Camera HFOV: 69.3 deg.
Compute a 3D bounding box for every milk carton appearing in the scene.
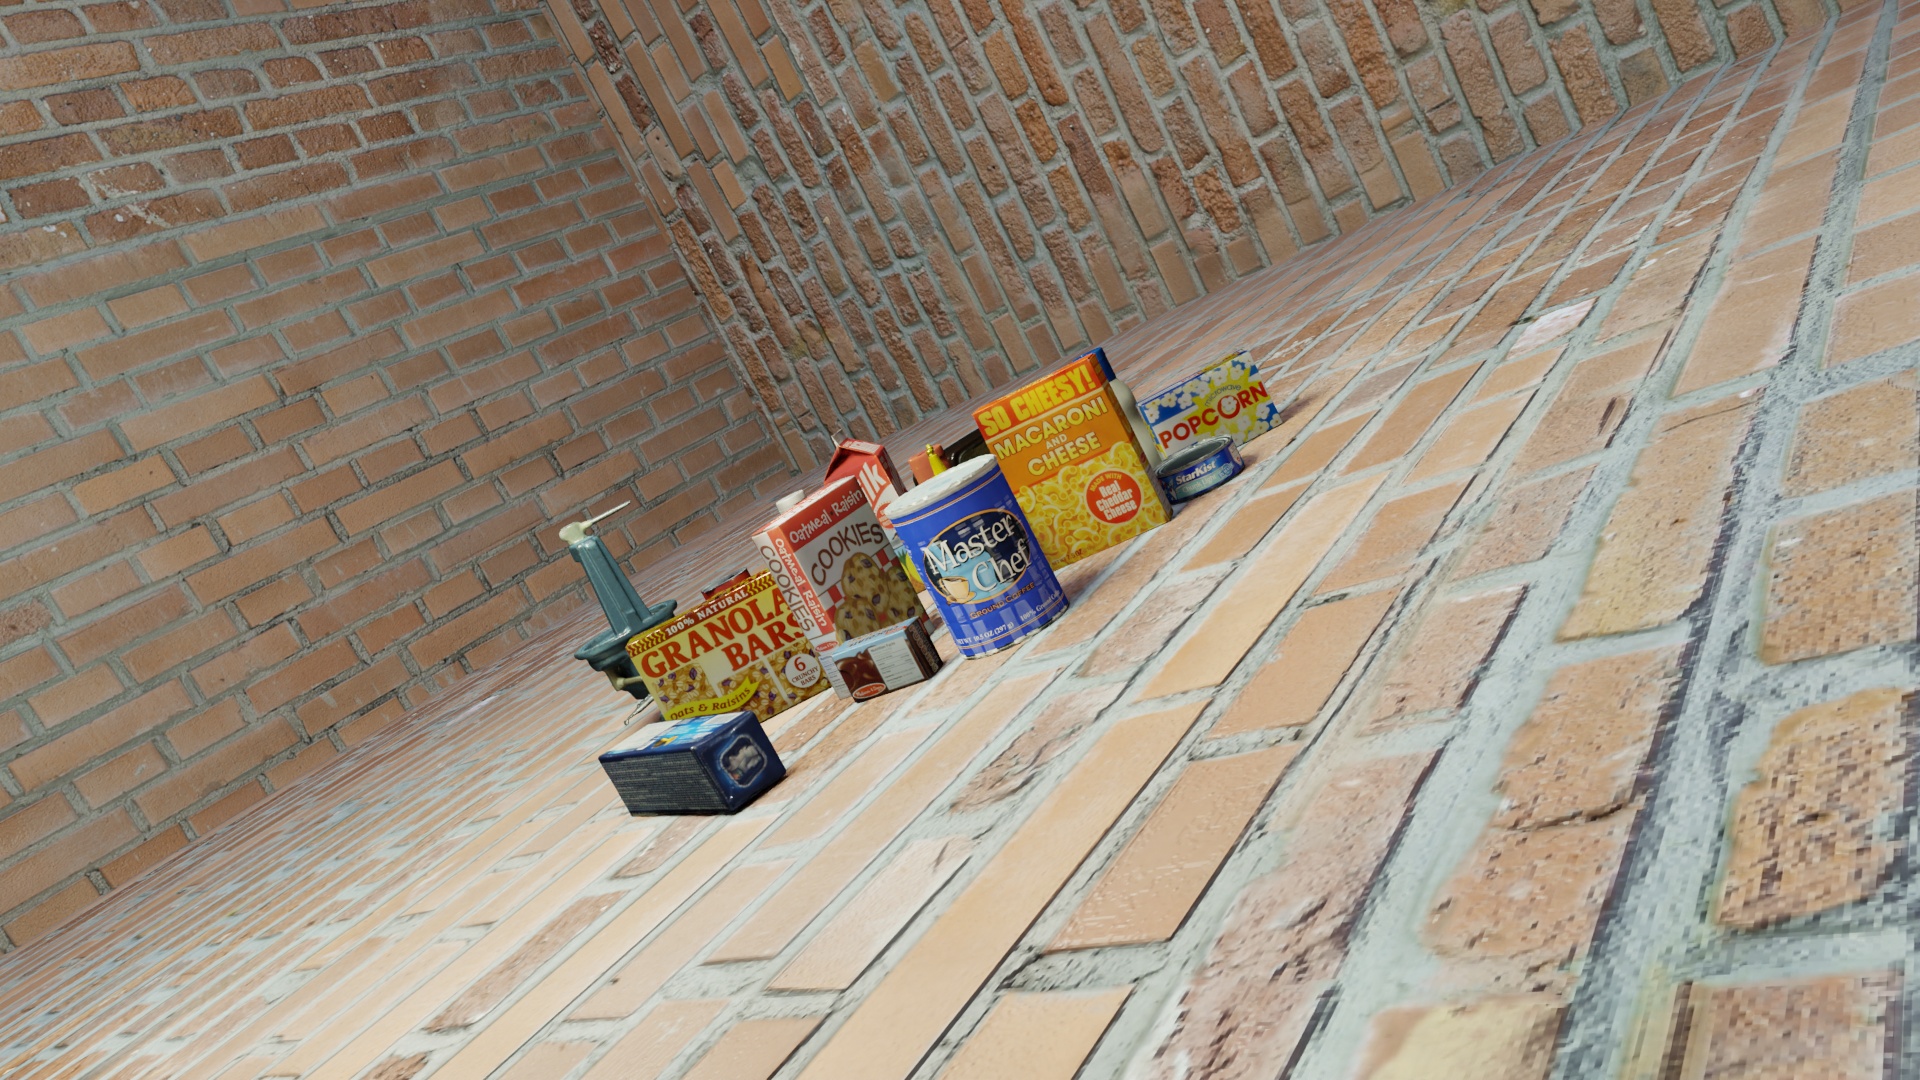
[{"bbox_3d":[-0.100,-0.043,1.630,0.073,0.190,0.072,-26,9,9],"label":"milk carton"}]

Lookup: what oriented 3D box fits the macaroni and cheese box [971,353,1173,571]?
[{"bbox_3d":[0.103,-0.071,1.280,0.123,0.166,0.040,-24,9,19],"label":"macaroni and cheese box"}]

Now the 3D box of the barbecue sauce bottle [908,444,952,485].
[{"bbox_3d":[-0.002,-0.021,1.360,0.043,0.148,0.065,-23,10,28],"label":"barbecue sauce bottle"}]

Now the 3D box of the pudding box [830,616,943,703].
[{"bbox_3d":[-0.062,0.100,1.171,0.083,0.049,0.030,-22,10,31],"label":"pudding box"}]

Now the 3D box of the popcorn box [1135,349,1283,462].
[{"bbox_3d":[0.255,-0.131,1.430,0.127,0.085,0.038,-27,9,0],"label":"popcorn box"}]

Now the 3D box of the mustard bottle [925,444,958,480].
[{"bbox_3d":[0.005,-0.016,1.276,0.065,0.160,0.048,-31,9,-24],"label":"mustard bottle"}]

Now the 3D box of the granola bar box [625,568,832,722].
[{"bbox_3d":[-0.209,0.110,1.301,0.165,0.124,0.039,-27,9,2],"label":"granola bar box"}]

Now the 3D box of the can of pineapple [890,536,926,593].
[{"bbox_3d":[-0.057,0.027,1.539,0.071,0.057,0.071,-27,9,5],"label":"can of pineapple"}]

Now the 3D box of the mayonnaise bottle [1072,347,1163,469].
[{"bbox_3d":[0.170,-0.137,1.510,0.041,0.148,0.064,-32,10,-26],"label":"mayonnaise bottle"}]

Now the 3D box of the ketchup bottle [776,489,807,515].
[{"bbox_3d":[-0.169,0.013,1.648,0.065,0.148,0.043,-34,11,-36],"label":"ketchup bottle"}]

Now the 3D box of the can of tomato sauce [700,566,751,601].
[{"bbox_3d":[-0.285,0.086,1.782,0.071,0.083,0.071,-27,9,5],"label":"can of tomato sauce"}]

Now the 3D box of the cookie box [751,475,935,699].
[{"bbox_3d":[-0.104,0.040,1.254,0.040,0.167,0.123,-21,11,36],"label":"cookie box"}]
